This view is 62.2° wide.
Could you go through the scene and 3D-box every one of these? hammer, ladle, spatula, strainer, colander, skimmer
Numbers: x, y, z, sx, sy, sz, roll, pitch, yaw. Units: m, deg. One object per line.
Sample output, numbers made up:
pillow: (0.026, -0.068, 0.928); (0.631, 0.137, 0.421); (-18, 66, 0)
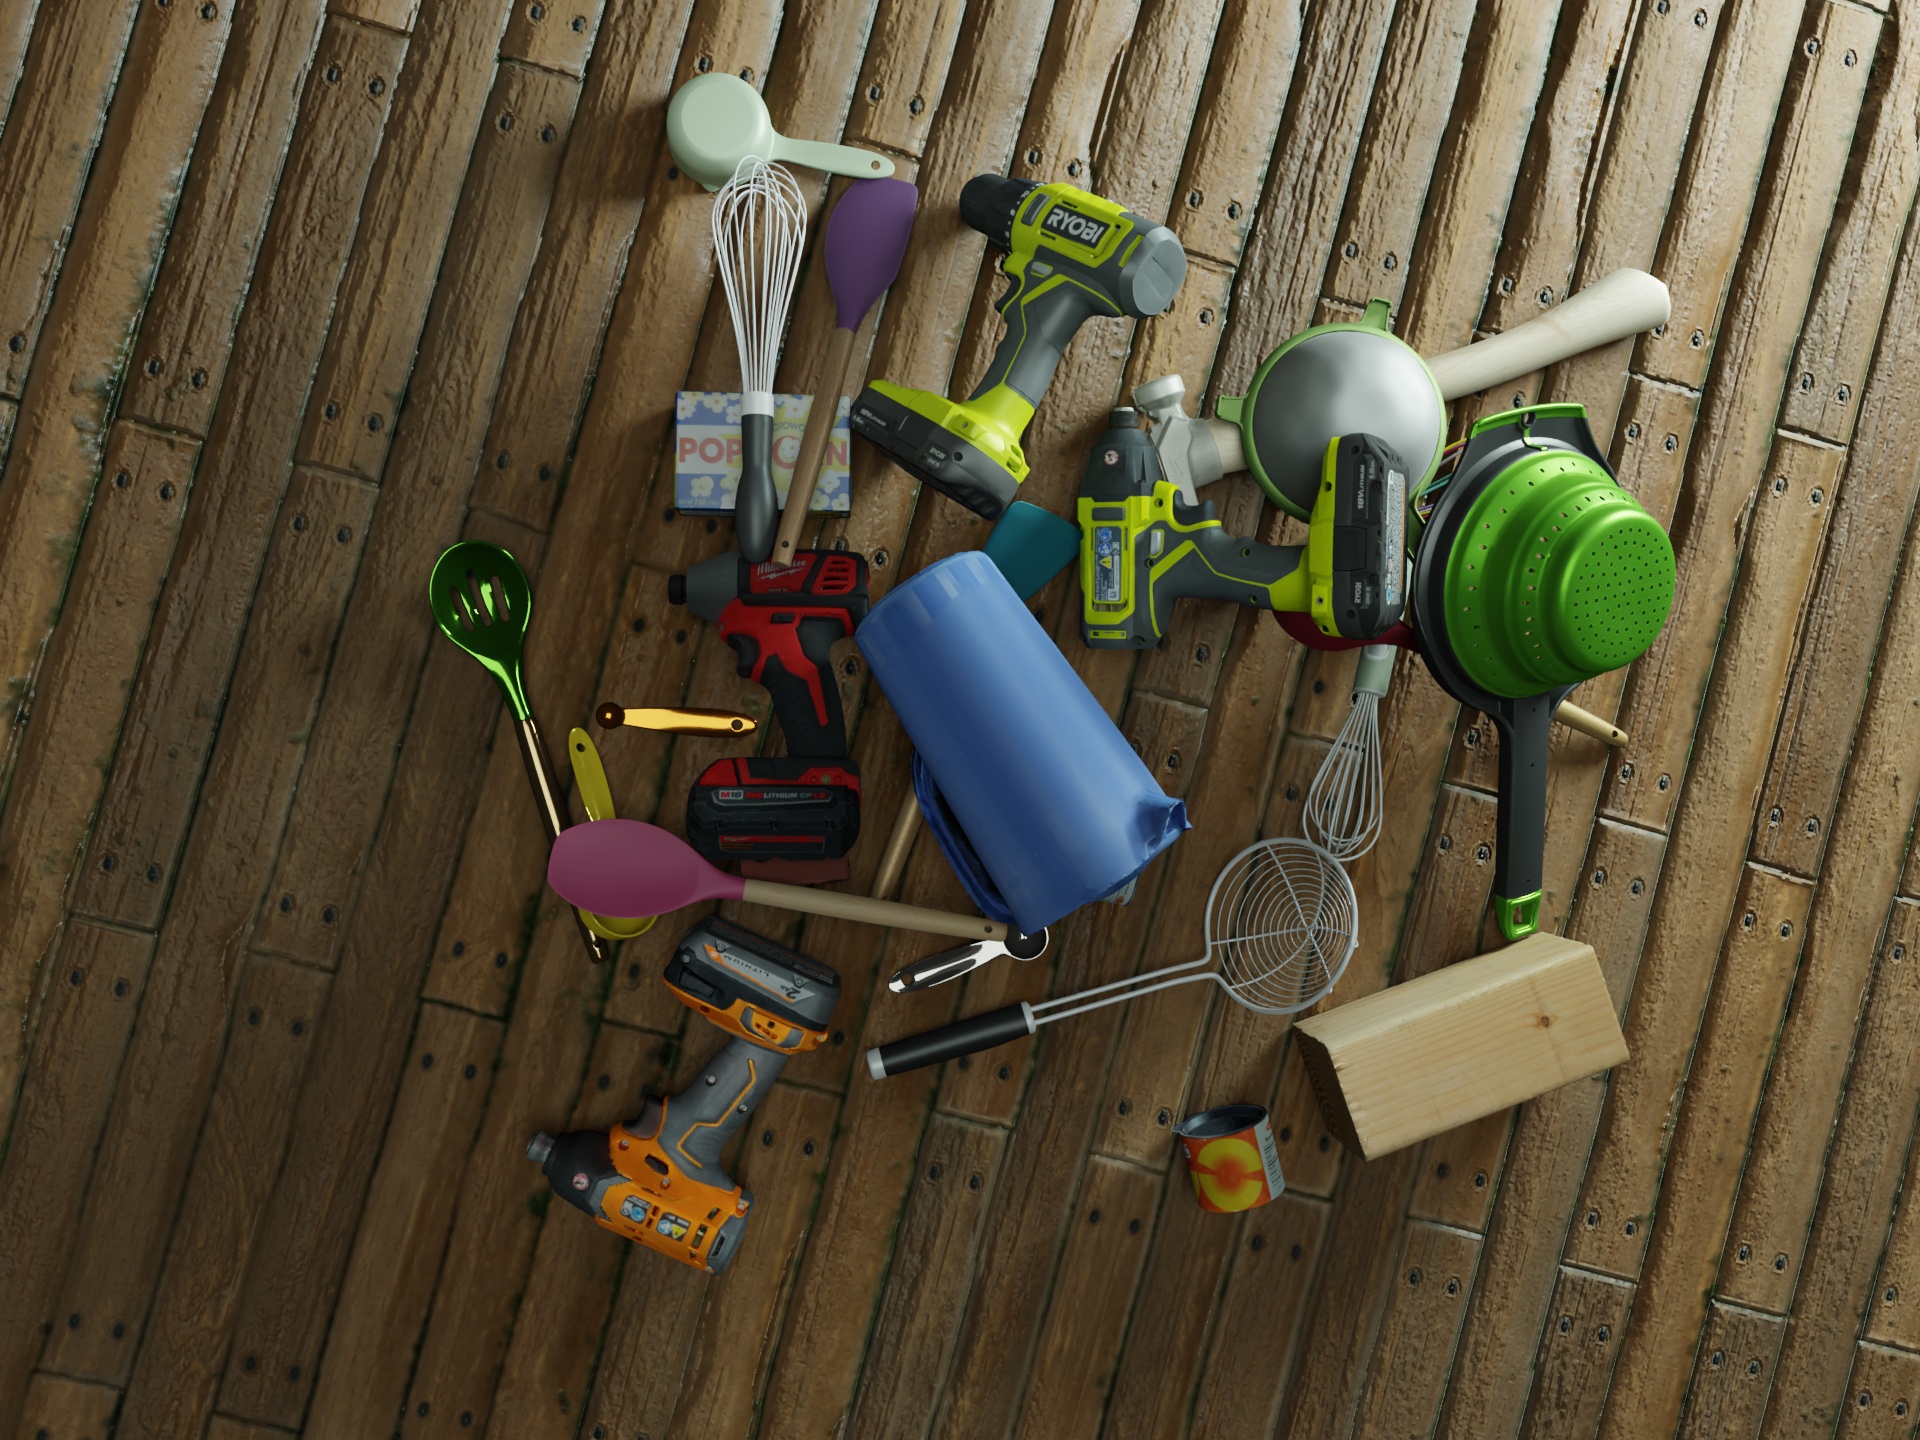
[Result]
hammer: (0.341, -0.241, 1.189); (0.410, 0.038, 0.146); (-19, 93, -5)
ladle: (0.367, -0.041, 1.171); (0.315, 0.031, 0.069); (22, 80, -16)
spatula: (-0.090, -0.253, 1.127); (0.060, 0.018, 0.316); (13, 73, 0)
spatula: (-0.002, -0.004, 1.153); (0.082, 0.044, 0.317); (20, 91, -43)
strainer: (0.307, -0.168, 1.125); (0.151, 0.069, 0.256); (-32, 90, -2)
colander: (0.423, -0.017, 1.113); (0.204, 0.095, 0.397); (-13, 109, -24)
skimmer: (0.104, 0.185, 1.140); (0.363, 0.090, 0.127); (-16, 59, -2)

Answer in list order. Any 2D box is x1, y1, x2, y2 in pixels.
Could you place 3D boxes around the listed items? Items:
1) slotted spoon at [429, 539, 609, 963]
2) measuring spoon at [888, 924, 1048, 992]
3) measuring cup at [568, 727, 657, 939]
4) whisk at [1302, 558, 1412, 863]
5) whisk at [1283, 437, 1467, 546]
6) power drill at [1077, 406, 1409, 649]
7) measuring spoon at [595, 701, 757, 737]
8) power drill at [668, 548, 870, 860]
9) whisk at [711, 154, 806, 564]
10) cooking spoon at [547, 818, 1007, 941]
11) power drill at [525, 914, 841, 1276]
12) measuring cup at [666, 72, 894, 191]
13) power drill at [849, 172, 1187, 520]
slotted spoon: (-0.306, 0.025, 1.136); (0.070, 0.031, 0.314); (-19, 94, -22)
measuring spoon: (0.005, 0.174, 1.171); (0.124, 0.018, 0.034); (-20, 90, 2)
measuring cup: (-0.259, 0.082, 1.139); (0.062, 0.029, 0.156); (-9, 76, -39)
whisk: (0.302, -0.013, 1.181); (0.058, 0.059, 0.246); (11, 84, 23)
whisk: (0.308, -0.148, 1.184); (0.245, 0.051, 0.047); (-27, 98, -2)
power drill: (0.189, -0.134, 1.102); (0.223, 0.080, 0.171); (3, 96, 28)
measuring spoon: (-0.206, 0.000, 1.152); (0.117, 0.011, 0.021); (4, 89, -5)
power drill: (-0.134, -0.019, 1.102); (0.143, 0.078, 0.220); (1, 67, -6)
whisk: (-0.140, -0.250, 1.104); (0.070, 0.070, 0.284); (0, 88, -5)
cooking spoon: (-0.124, 0.122, 1.101); (0.319, 0.017, 0.069); (10, 72, -4)
power drill: (-0.195, 0.257, 1.119); (0.164, 0.084, 0.226); (25, 91, -4)
measuring cup: (-0.130, -0.419, 1.146); (0.167, 0.038, 0.083); (10, 89, -3)
power drill: (0.025, -0.274, 1.116); (0.191, 0.080, 0.228); (35, 92, 35)
